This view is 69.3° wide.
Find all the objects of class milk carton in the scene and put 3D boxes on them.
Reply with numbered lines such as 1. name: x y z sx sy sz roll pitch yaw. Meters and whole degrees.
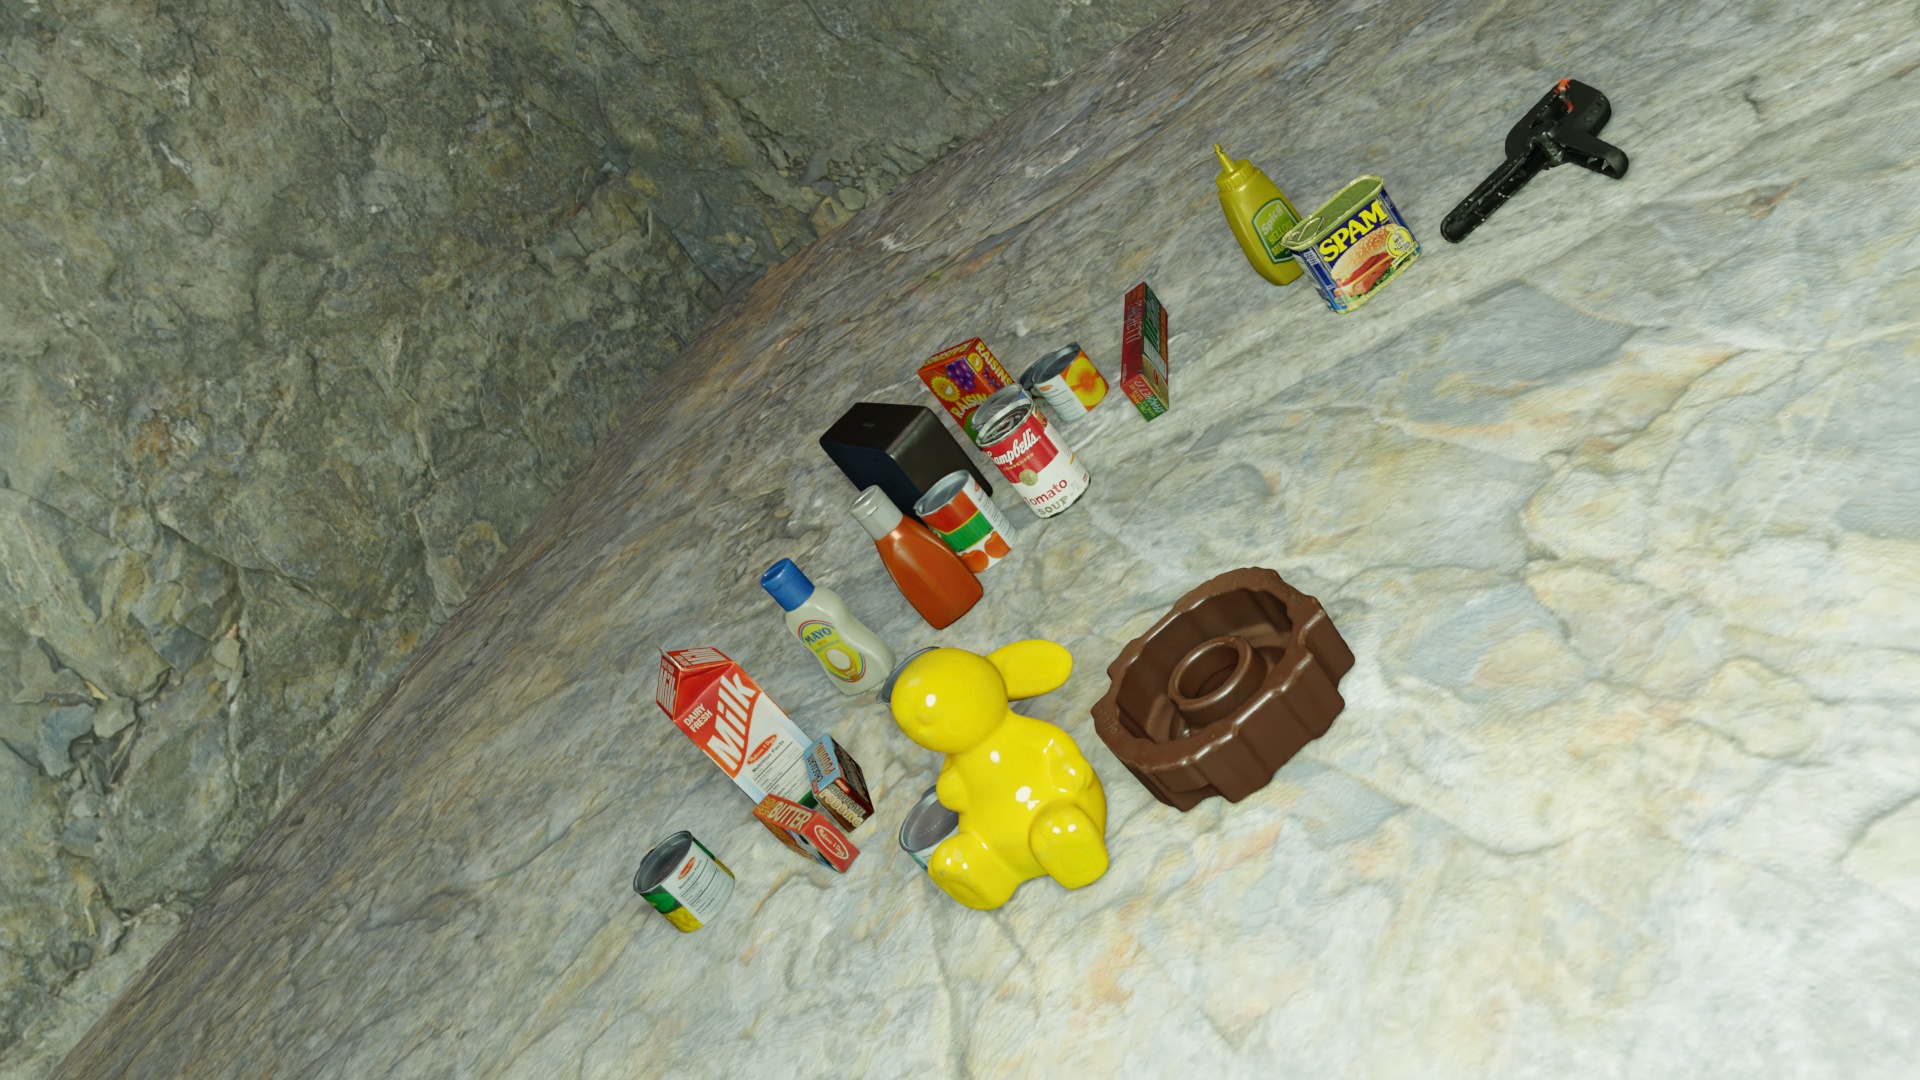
1. milk carton: -0.196 0.160 1.210 0.073 0.190 0.072 -45 22 -13

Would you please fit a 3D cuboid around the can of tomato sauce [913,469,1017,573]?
1. can of tomato sauce: 0.005 -0.017 1.375 0.071 0.083 0.071 -34 22 16

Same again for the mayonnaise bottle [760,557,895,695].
1. mayonnaise bottle: -0.129 0.081 1.313 0.064 0.148 0.041 -28 24 29

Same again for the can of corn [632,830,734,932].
1. can of corn: -0.239 0.294 1.198 0.071 0.058 0.071 -34 22 16

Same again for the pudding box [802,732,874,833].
1. pudding box: -0.103 0.202 1.167 0.030 0.049 0.084 -40 21 2

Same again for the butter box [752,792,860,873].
1. butter box: -0.127 0.238 1.132 0.024 0.053 0.103 -49 23 -21

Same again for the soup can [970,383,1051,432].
1. soup can: 0.060 -0.112 1.470 0.071 0.083 0.071 -34 22 16

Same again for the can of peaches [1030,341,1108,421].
1. can of peaches: 0.122 -0.175 1.526 0.071 0.058 0.071 -34 22 16

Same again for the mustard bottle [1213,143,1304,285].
1. mustard bottle: 0.299 -0.334 1.407 0.065 0.160 0.049 -42 21 -3

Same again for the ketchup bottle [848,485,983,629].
1. ketchup bottle: -0.045 0.013 1.307 0.065 0.148 0.043 -40 21 1

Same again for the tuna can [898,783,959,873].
1. tuna can: -0.010 0.211 1.020 0.071 0.032 0.071 -34 22 16

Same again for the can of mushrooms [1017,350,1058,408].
1. can of mushrooms: 0.102 -0.187 1.617 0.071 0.033 0.071 -34 22 16

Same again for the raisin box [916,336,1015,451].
1. raisin box: 0.021 -0.165 1.584 0.086 0.123 0.040 -13 34 50

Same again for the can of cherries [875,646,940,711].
1. can of cherries: -0.026 0.133 1.163 0.071 0.058 0.072 -34 22 16

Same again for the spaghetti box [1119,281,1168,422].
1. spaghetti box: 0.197 -0.205 1.473 0.028 0.050 0.251 -31 23 24
